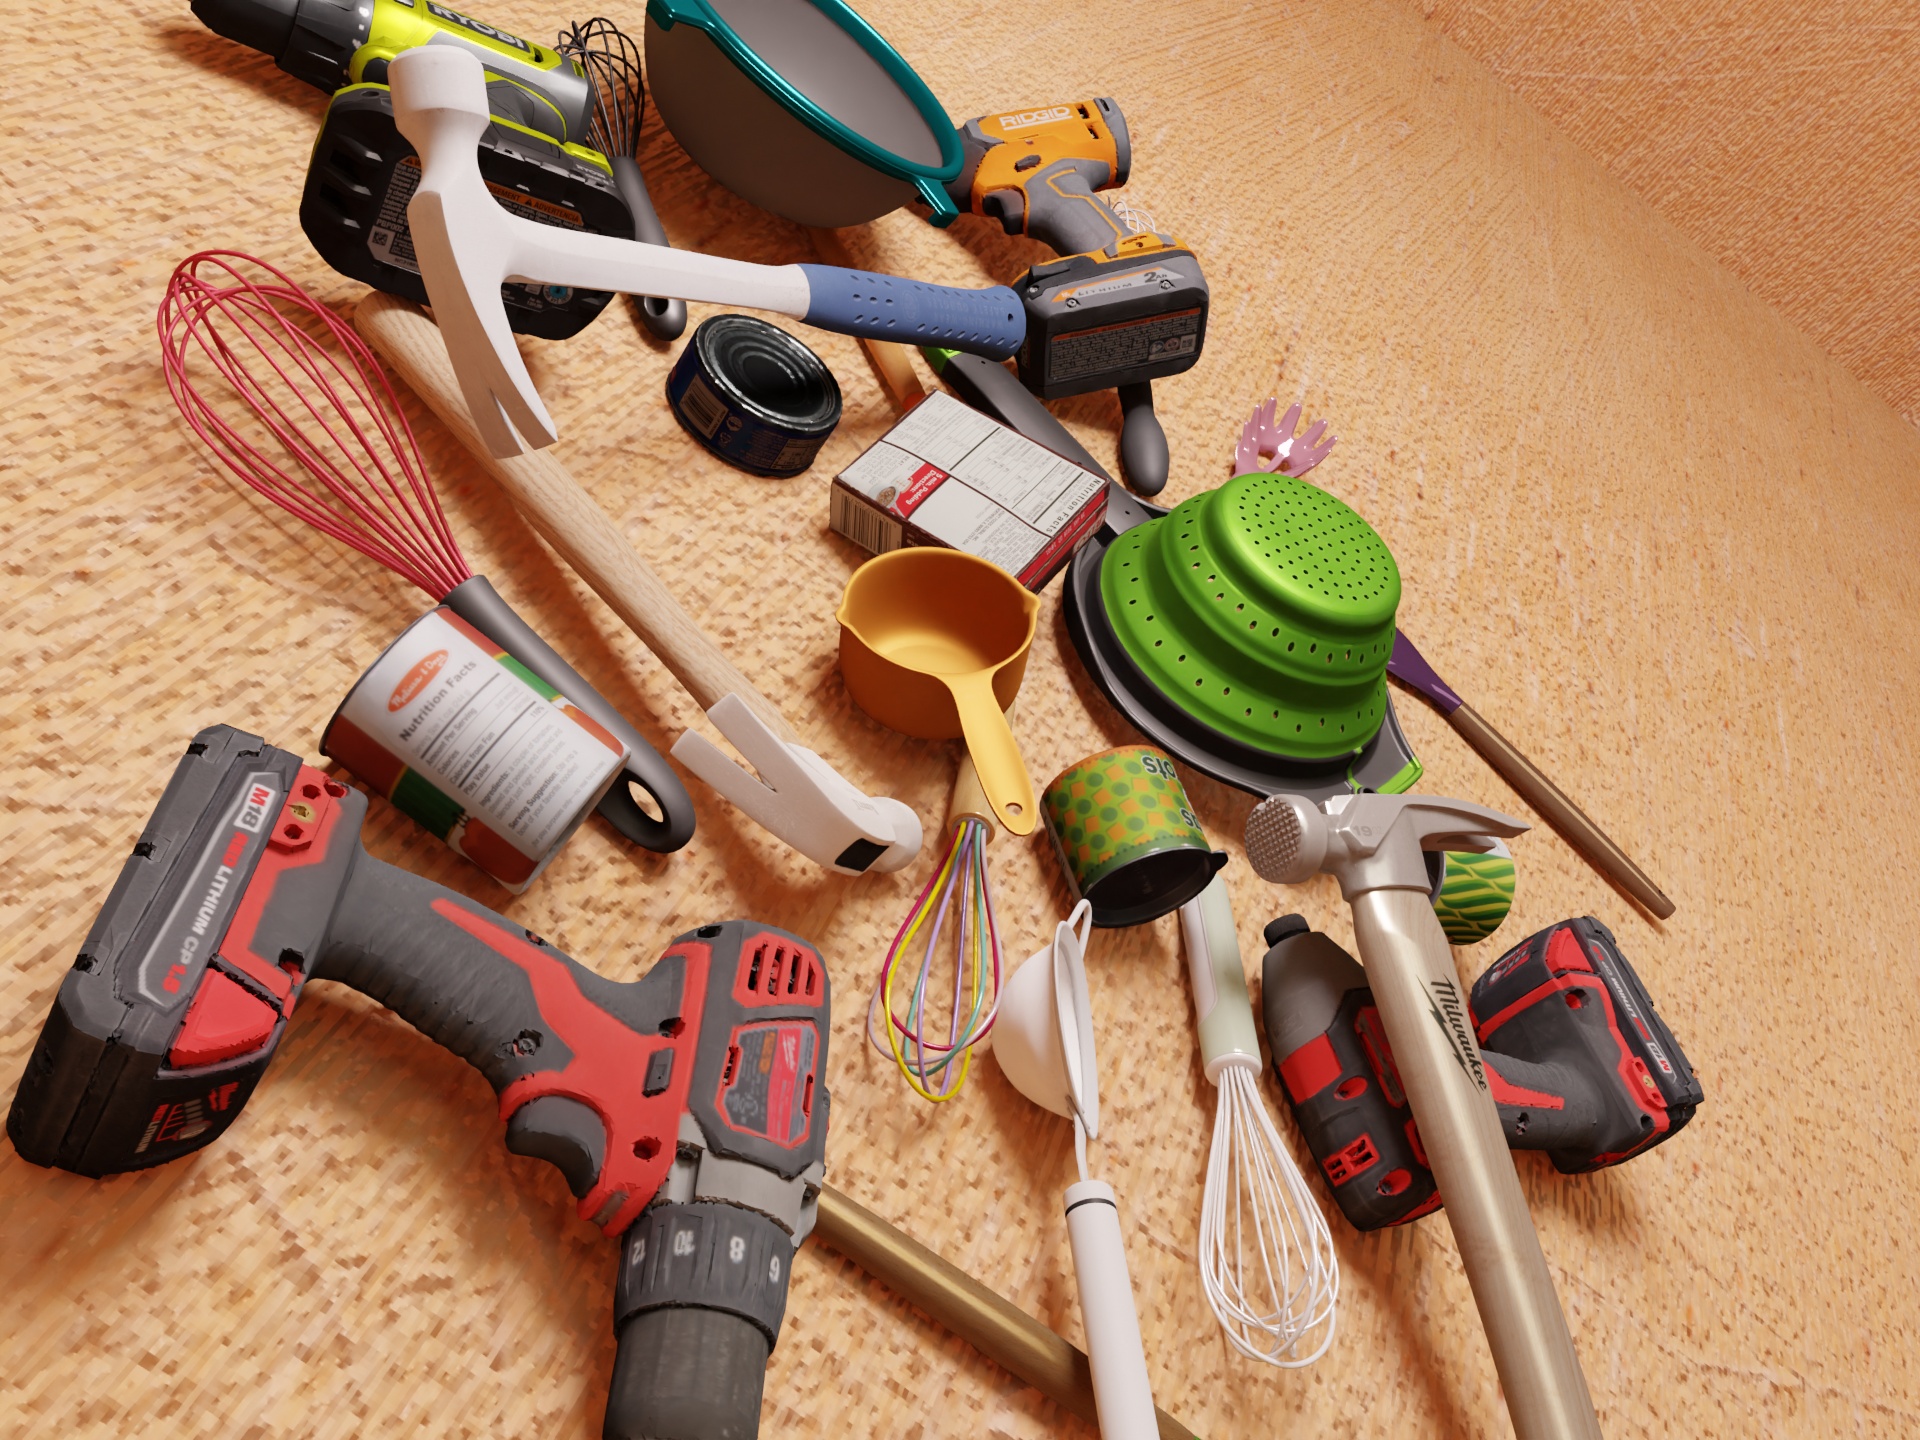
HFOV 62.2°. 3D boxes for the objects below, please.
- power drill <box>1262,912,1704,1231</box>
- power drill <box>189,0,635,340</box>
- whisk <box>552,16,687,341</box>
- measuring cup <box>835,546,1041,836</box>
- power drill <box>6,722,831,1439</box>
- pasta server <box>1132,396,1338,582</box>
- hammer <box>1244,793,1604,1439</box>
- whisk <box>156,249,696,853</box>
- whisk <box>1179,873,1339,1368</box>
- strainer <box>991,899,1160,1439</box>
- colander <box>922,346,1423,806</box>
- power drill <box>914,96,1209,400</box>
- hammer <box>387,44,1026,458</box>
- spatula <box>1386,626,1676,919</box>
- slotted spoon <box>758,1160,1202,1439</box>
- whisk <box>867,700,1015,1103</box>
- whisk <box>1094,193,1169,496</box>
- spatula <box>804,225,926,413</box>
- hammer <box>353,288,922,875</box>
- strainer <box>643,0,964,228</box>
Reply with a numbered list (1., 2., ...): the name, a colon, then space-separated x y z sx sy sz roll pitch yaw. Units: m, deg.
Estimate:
1. power drill: 0.238 0.155 0.756 0.219 0.078 0.143 3 52 -35
2. power drill: -0.253 -0.280 0.739 0.190 0.080 0.229 11 35 -35
3. whisk: -0.181 -0.296 0.862 0.055 0.055 0.239 3 56 -38
4. measuring cup: -0.001 -0.002 0.698 0.095 0.052 0.174 -6 48 -16
5. power drill: -0.143 0.117 0.464 0.226 0.080 0.188 25 41 -21
6. pasta server: 0.164 -0.141 1.010 0.060 0.040 0.316 35 38 13
7. hammer: 0.225 0.222 0.630 0.146 0.038 0.411 4 63 -30
8. whisk: -0.203 -0.063 0.606 0.296 0.073 0.073 48 38 1
9. whisk: 0.116 0.155 0.675 0.059 0.057 0.247 17 38 -16
10. strainer: 0.044 0.169 0.582 0.259 0.050 0.086 -98 172 -48
11. colander: 0.115 -0.122 0.874 0.204 0.094 0.397 -21 62 -41
12. power drill: 0.053 -0.311 1.024 0.164 0.084 0.227 -13 55 -8
13. hammer: -0.083 -0.193 0.738 0.405 0.035 0.144 -14 96 -57
14. spatula: 0.337 0.011 1.024 0.316 0.018 0.060 45 39 7
15. slotted spoon: 0.057 0.241 0.556 0.313 0.031 0.070 35 37 -5
16. whisk: 0.001 0.058 0.674 0.047 0.051 0.245 25 37 -11
17. whisk: 0.112 -0.253 1.065 0.070 0.070 0.285 19 48 -26
18. spatula: -0.033 -0.204 0.900 0.081 0.041 0.323 -16 60 -19
19. hammer: -0.145 -0.064 0.648 0.331 0.031 0.130 47 5 16
20. strainer: -0.111 -0.396 0.965 0.210 0.095 0.341 29 32 -27
